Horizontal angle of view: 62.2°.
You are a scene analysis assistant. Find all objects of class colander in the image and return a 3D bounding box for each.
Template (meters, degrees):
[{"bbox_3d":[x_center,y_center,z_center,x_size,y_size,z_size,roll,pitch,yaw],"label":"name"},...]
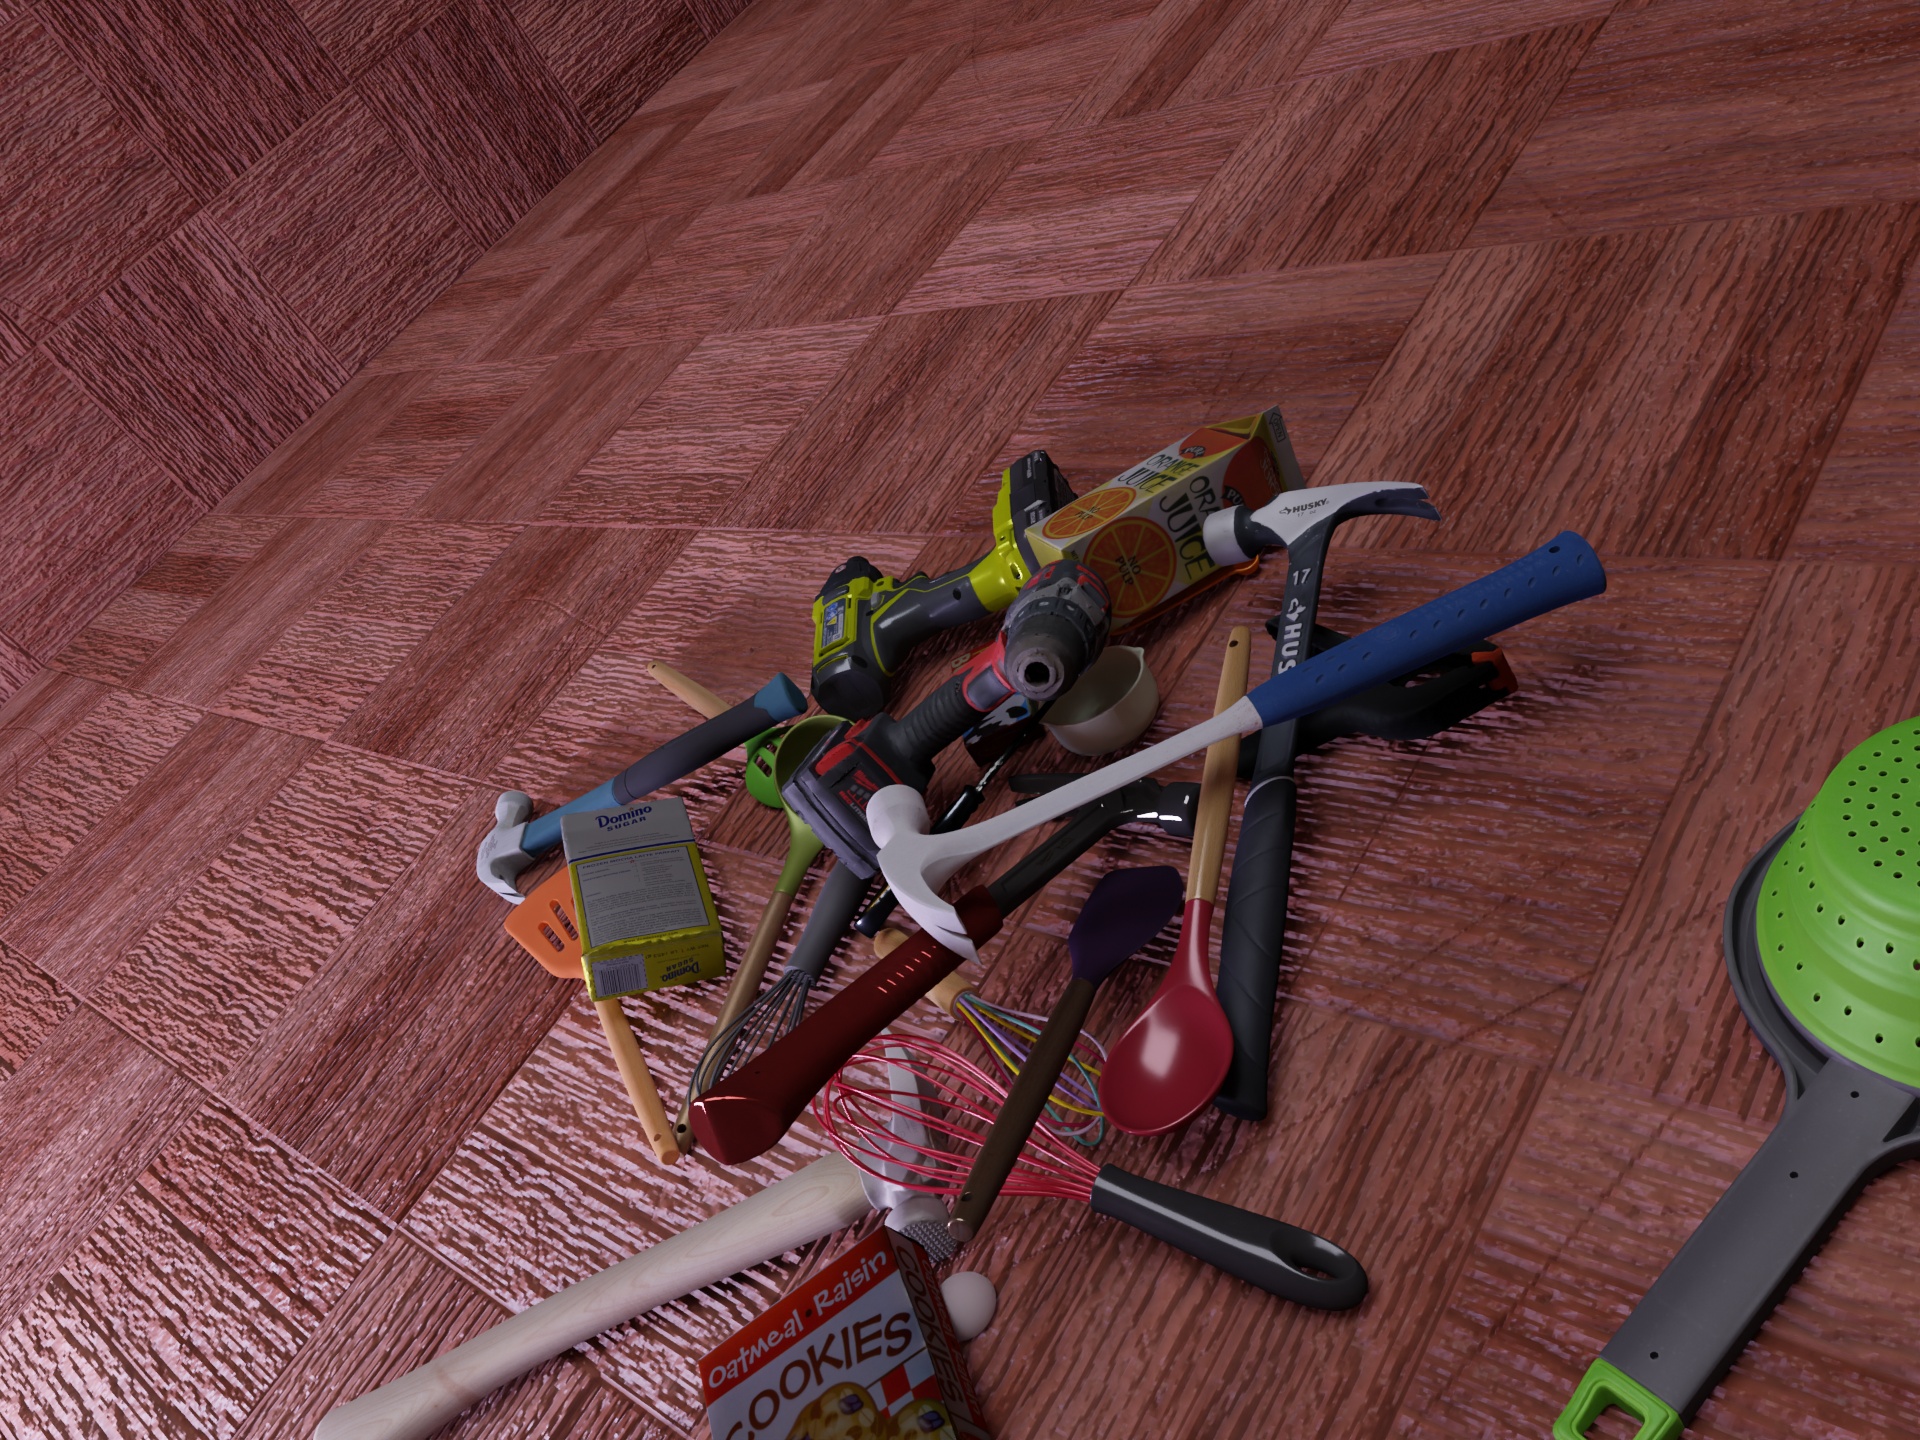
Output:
[{"bbox_3d":[0.353,0.118,0.618,0.397,0.094,0.205,-45,36,-13],"label":"colander"}]

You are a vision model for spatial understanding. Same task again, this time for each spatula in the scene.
[{"bbox_3d":[0.056,0.151,0.805,0.060,0.018,0.316,-7,21,26],"label":"spatula"},{"bbox_3d":[-0.239,0.194,1.065,0.081,0.041,0.323,-39,32,-6],"label":"spatula"}]

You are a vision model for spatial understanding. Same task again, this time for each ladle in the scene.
[{"bbox_3d":[-0.128,0.131,1.043,0.078,0.062,0.320,10,54,15],"label":"ladle"},{"bbox_3d":[0.128,0.074,0.837,0.069,0.031,0.316,-10,49,33],"label":"ladle"}]

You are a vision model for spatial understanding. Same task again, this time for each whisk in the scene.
[{"bbox_3d":[-0.103,0.158,0.997,0.055,0.055,0.239,-7,39,35],"label":"whisk"},{"bbox_3d":[0.017,0.170,0.895,0.047,0.051,0.245,-25,26,-23],"label":"whisk"},{"bbox_3d":[0.051,0.215,0.759,0.296,0.073,0.073,14,56,31],"label":"whisk"}]

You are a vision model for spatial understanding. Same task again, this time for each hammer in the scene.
[{"bbox_3d":[0.180,0.025,0.881,0.149,0.036,0.409,-12,49,36],"label":"hammer"},{"bbox_3d":[0.146,0.004,0.832,0.405,0.035,0.144,-25,29,0],"label":"hammer"},{"bbox_3d":[-0.012,0.116,0.856,0.149,0.036,0.359,0,24,42],"label":"hammer"},{"bbox_3d":[-0.190,0.314,0.896,0.410,0.038,0.146,-29,34,10],"label":"hammer"},{"bbox_3d":[-0.253,0.047,1.234,0.331,0.033,0.128,-28,36,24],"label":"hammer"}]

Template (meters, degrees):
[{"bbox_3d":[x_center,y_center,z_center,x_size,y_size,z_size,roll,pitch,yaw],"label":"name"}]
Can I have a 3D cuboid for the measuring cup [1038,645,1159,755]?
[{"bbox_3d":[0.080,-0.027,1.073,0.083,0.038,0.168,-35,27,-1],"label":"measuring cup"}]

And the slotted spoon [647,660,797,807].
[{"bbox_3d":[-0.190,-0.002,1.276,0.070,0.031,0.314,-46,35,-11],"label":"slotted spoon"}]

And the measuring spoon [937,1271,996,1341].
[{"bbox_3d":[-0.040,0.299,0.802,0.124,0.018,0.034,-19,38,24],"label":"measuring spoon"}]

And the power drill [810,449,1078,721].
[{"bbox_3d":[-0.012,-0.107,1.208,0.223,0.080,0.171,-26,36,19],"label":"power drill"}]

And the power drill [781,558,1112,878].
[{"bbox_3d":[-0.002,-0.003,0.977,0.226,0.080,0.188,-40,7,18],"label":"power drill"}]

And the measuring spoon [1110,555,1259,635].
[{"bbox_3d":[0.155,-0.085,1.100,0.117,0.011,0.021,-27,35,18],"label":"measuring spoon"}]
